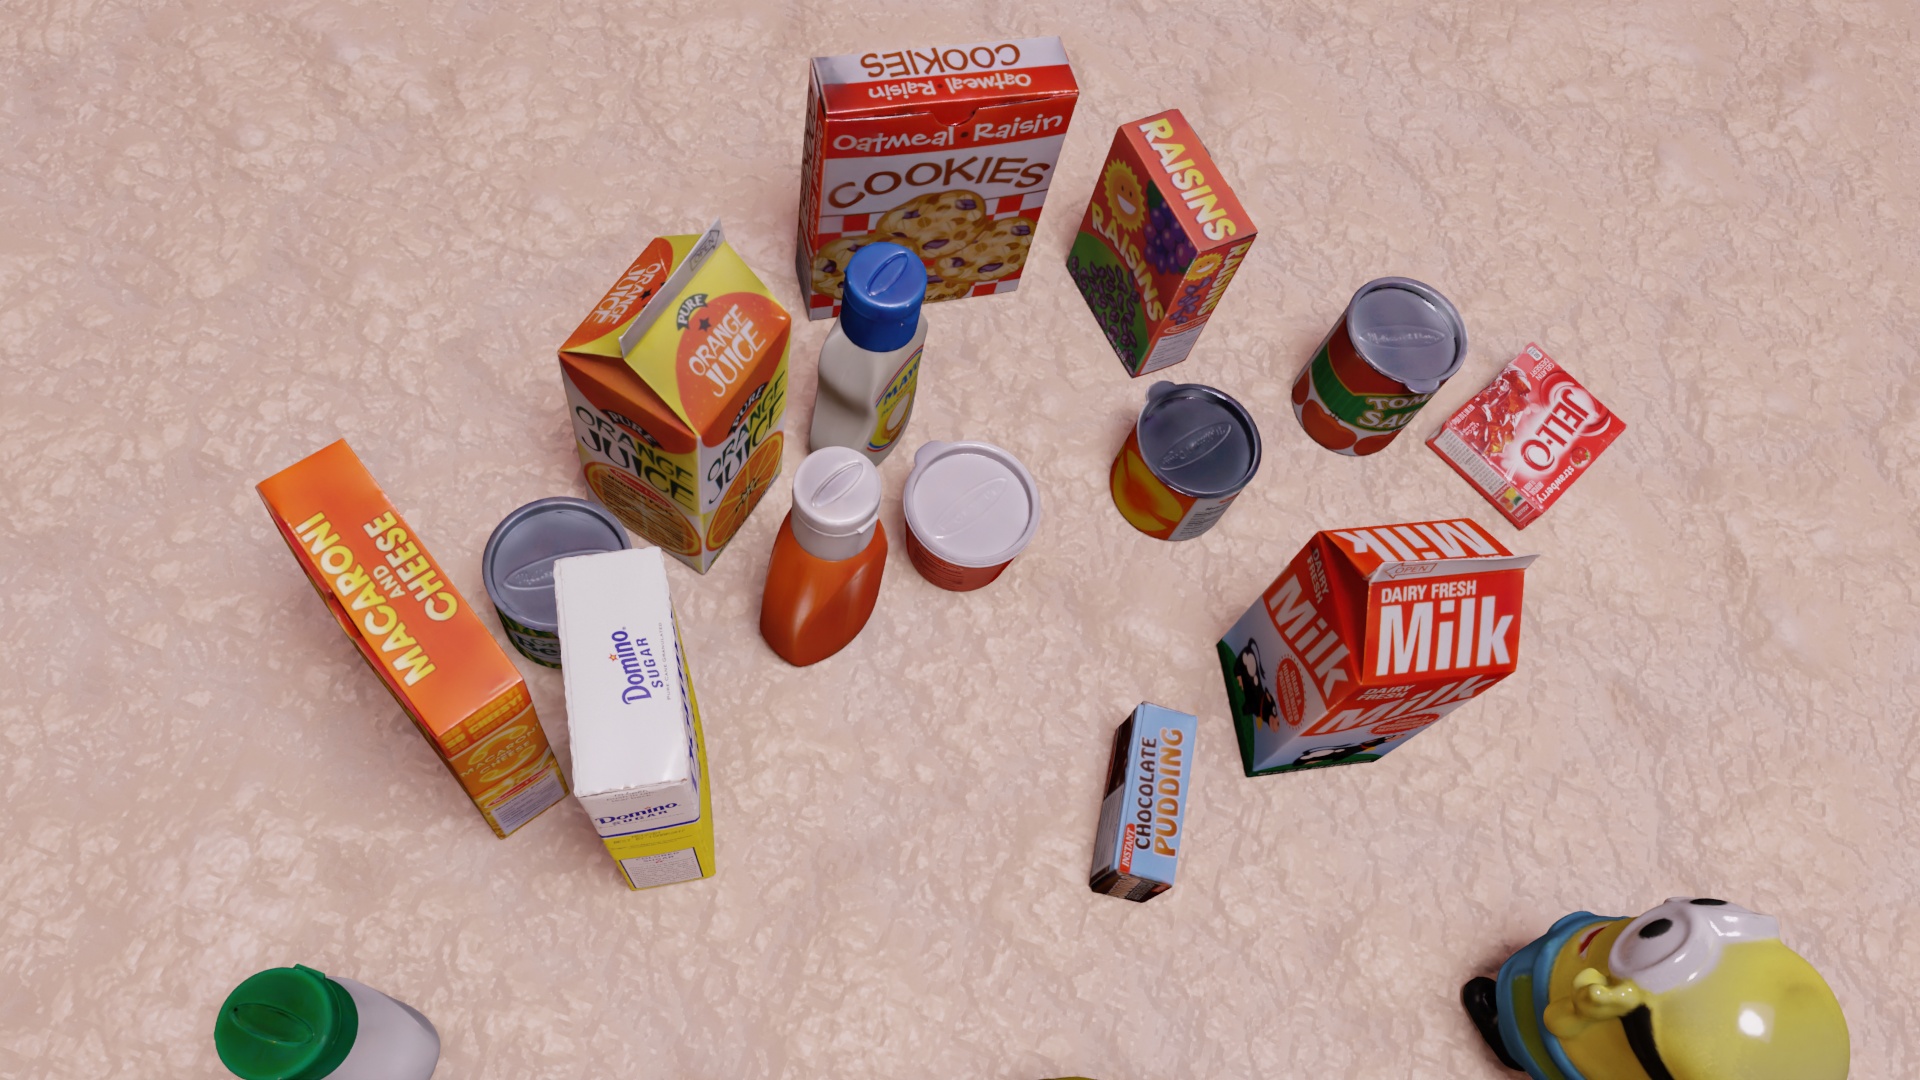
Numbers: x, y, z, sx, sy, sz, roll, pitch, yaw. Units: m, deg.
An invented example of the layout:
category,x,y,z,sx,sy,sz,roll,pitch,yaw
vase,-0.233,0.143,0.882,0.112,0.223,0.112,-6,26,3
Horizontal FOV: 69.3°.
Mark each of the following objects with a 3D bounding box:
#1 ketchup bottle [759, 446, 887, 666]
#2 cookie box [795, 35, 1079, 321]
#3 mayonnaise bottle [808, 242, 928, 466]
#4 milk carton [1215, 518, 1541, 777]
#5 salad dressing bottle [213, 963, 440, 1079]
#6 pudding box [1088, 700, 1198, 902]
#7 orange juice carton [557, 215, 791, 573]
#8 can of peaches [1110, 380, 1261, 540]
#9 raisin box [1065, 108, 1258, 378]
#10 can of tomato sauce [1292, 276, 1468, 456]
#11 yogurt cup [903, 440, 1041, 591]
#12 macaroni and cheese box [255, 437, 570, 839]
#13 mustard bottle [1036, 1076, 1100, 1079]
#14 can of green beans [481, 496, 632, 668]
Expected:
category,x,y,z,sx,sy,sz,roll,pitch,yaw
ketchup bottle,-0.060,0.007,0.628,0.043,0.148,0.065,42,66,10
cookie box,-0.018,-0.180,0.711,0.123,0.166,0.040,-11,68,-14
mayonnaise bottle,-0.043,-0.087,0.675,0.041,0.147,0.065,34,65,7
milk carton,0.184,0.046,0.628,0.072,0.189,0.073,-4,67,-11
salad dressing bottle,-0.235,0.186,0.518,0.064,0.147,0.044,20,64,0
pudding box,0.086,0.123,0.654,0.030,0.049,0.084,14,64,-3
orange juice carton,-0.126,-0.065,0.626,0.073,0.191,0.072,31,65,5
can of peaches,0.116,-0.042,0.730,0.071,0.057,0.071,4,65,-8
raisin box,0.105,-0.156,0.745,0.040,0.123,0.086,-21,71,-17
can of tomato sauce,0.227,-0.091,0.758,0.071,0.082,0.071,4,65,-8
yogurt cup,0.002,-0.009,0.699,0.072,0.053,0.072,4,65,-8
macaroni and cheese box,-0.220,0.049,0.573,0.040,0.165,0.124,-36,76,-22
mustard bottle,0.057,0.236,0.536,0.065,0.159,0.049,26,65,3
can of green beans,-0.186,0.021,0.652,0.071,0.057,0.071,4,65,-8
